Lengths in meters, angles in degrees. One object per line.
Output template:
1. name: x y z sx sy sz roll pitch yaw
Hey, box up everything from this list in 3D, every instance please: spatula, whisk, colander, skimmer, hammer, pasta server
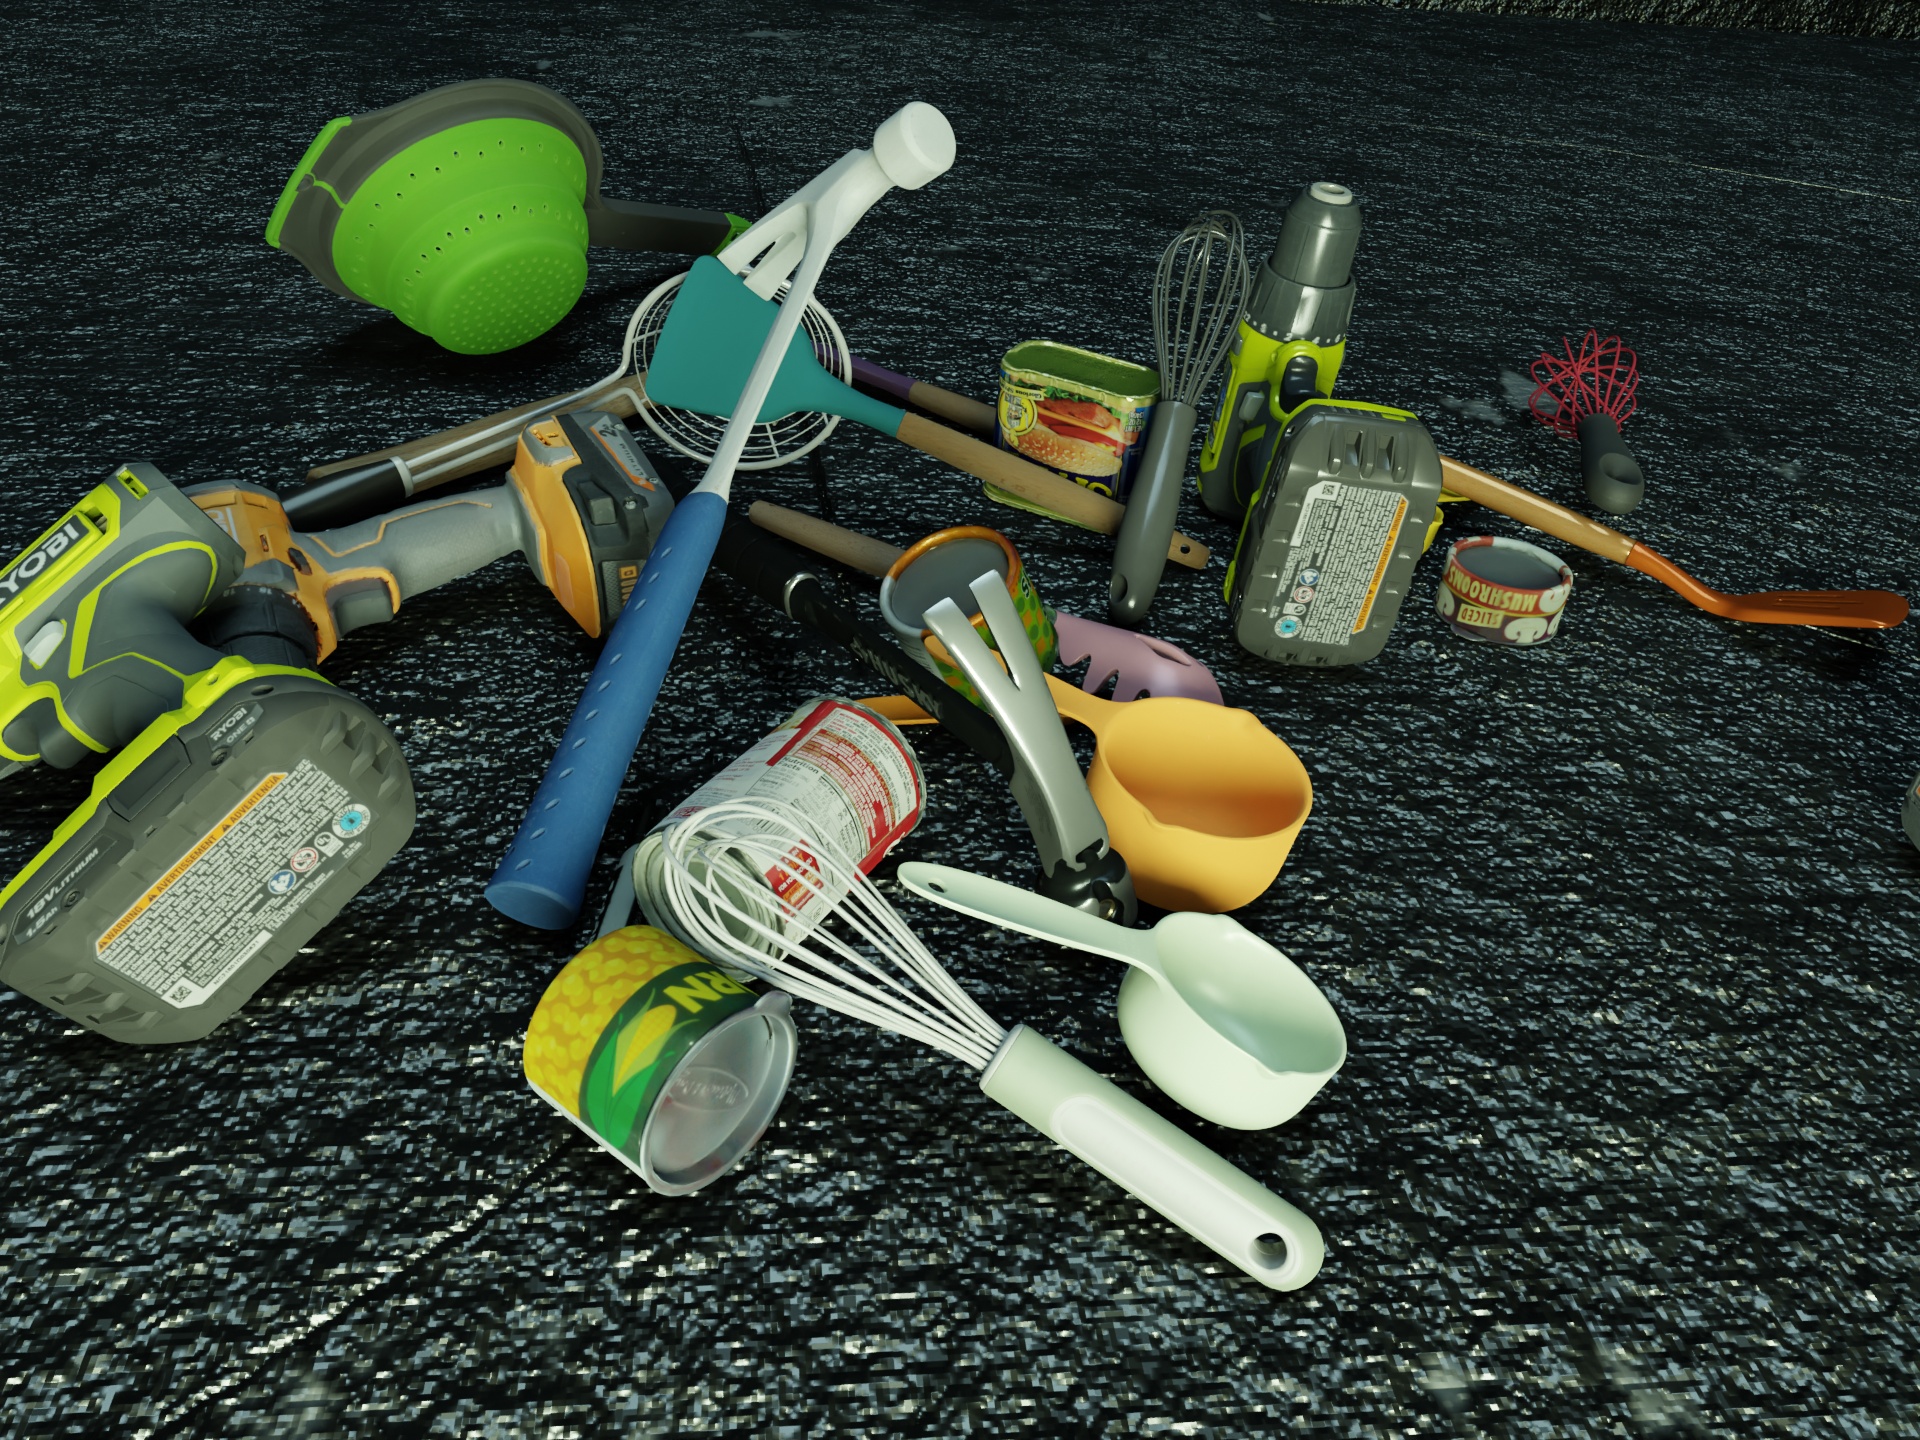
1. spatula: -0.010 -0.204 1.020 0.316 0.018 0.059 27 12 27
2. whisk: 0.007 0.102 0.502 0.246 0.058 0.059 33 13 9
3. spatula: 0.362 -0.114 0.904 0.323 0.041 0.081 30 30 23
4. colander: -0.264 -0.319 1.095 0.397 0.204 0.094 -16 71 -53
5. skimmer: -0.228 -0.142 0.843 0.363 0.127 0.090 -30 46 -28
6. hammer: -0.231 -0.182 0.952 0.130 0.031 0.331 27 40 30
7. hammer: -0.065 -0.052 0.705 0.036 0.149 0.409 -32 37 -16
8. pasta server: 0.001 -0.056 0.793 0.316 0.040 0.060 25 14 36
9. whisk: 0.111 -0.163 0.844 0.055 0.055 0.239 12 77 10
10. hammer: -0.109 -0.099 0.685 0.144 0.035 0.406 -17 46 45
11. spatula: -0.010 -0.150 0.864 0.317 0.082 0.044 23 3 -2
12. whisk: 0.397 -0.186 0.994 0.073 0.073 0.296 12 29 10

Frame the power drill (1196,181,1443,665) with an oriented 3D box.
1. power drill: 0.181 -0.155 0.830 0.080 0.190 0.229 7 38 -4

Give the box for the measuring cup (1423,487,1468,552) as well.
1. measuring cup: 0.277 -0.123 0.946 0.062 0.029 0.156 34 31 32

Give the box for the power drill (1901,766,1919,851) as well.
1. power drill: 0.529 0.068 0.639 0.226 0.084 0.164 8 34 -3

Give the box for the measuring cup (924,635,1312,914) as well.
1. measuring cup: 0.056 0.019 0.655 0.174 0.052 0.095 26 38 18

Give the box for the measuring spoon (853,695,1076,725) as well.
1. measuring spoon: -0.001 -0.002 0.736 0.117 0.011 0.021 -2 35 -4

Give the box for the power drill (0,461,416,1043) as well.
1. power drill: -0.314 0.011 0.583 0.171 0.080 0.223 -47 52 -12

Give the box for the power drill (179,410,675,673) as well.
1. power drill: -0.245 -0.062 0.731 0.226 0.084 0.186 -15 41 -21

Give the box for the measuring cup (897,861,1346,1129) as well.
1. measuring cup: 0.049 0.089 0.532 0.167 0.038 0.083 21 27 -15
